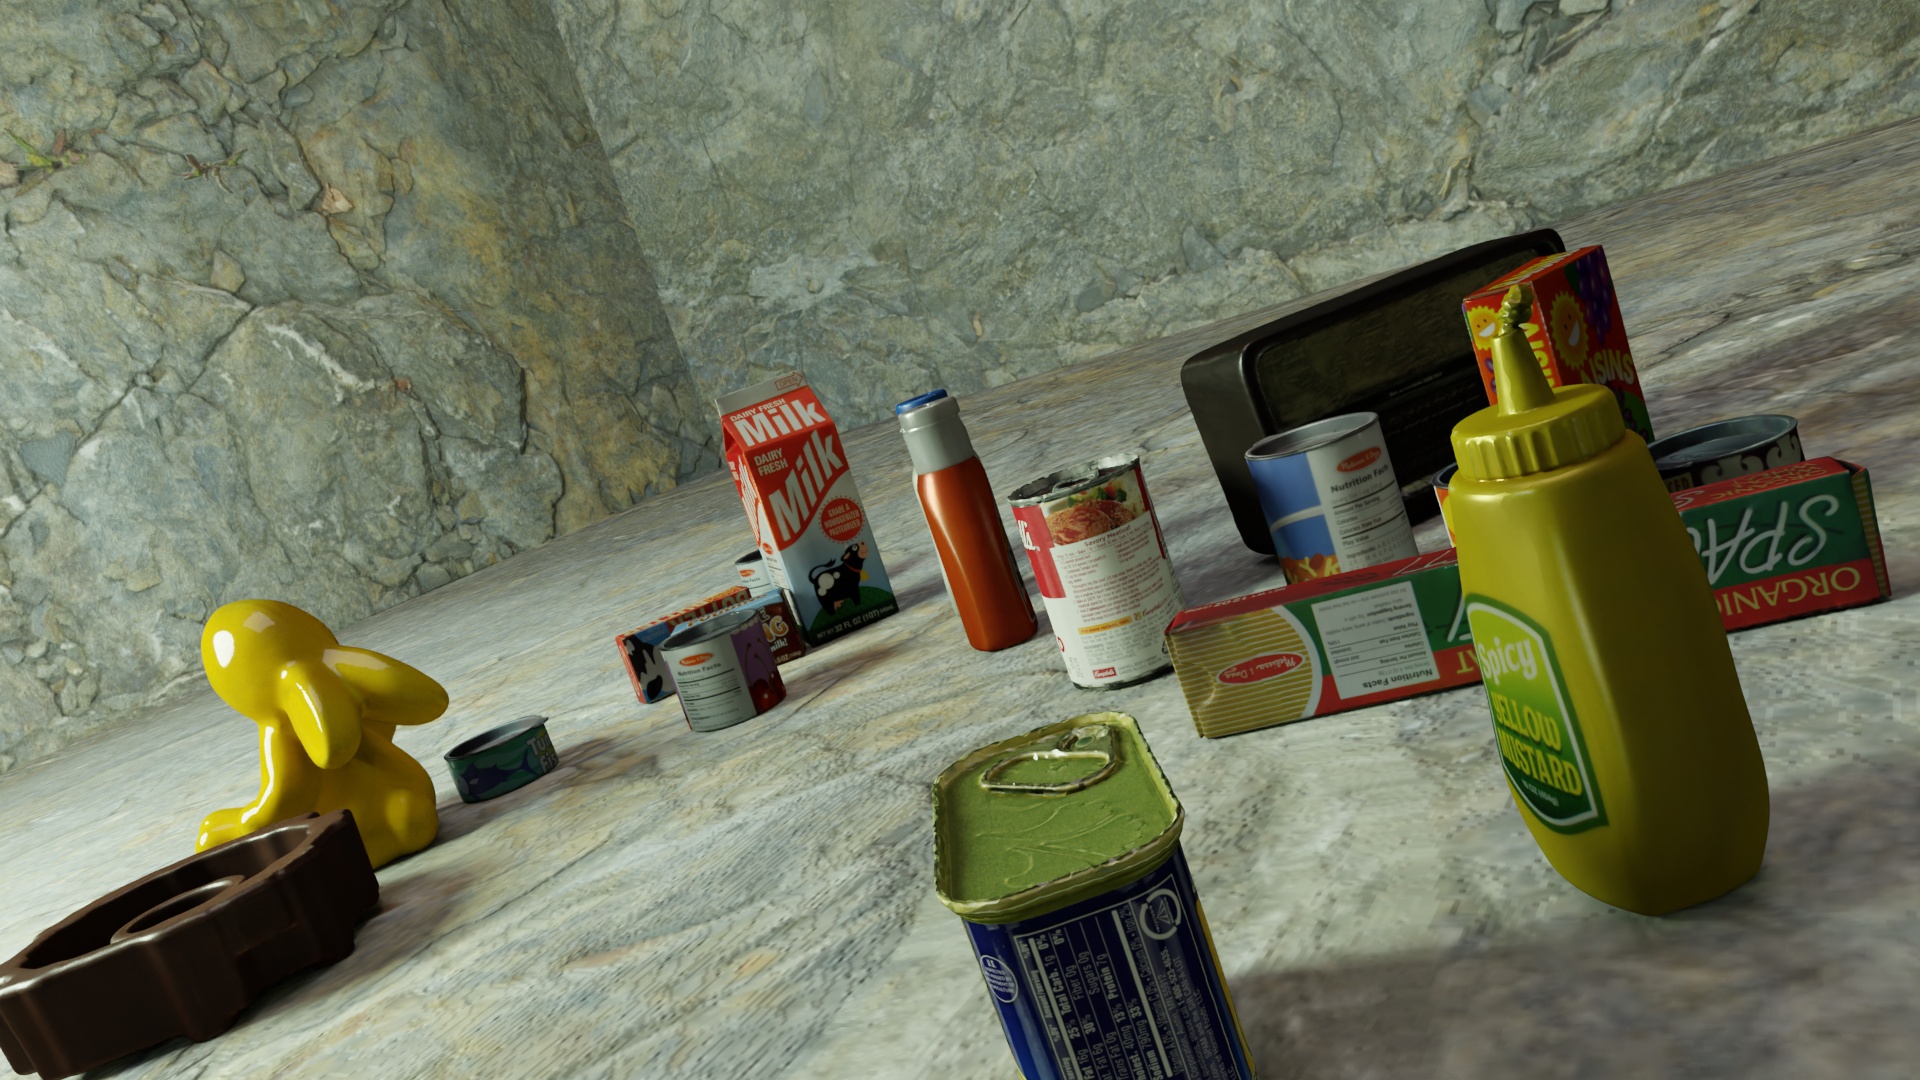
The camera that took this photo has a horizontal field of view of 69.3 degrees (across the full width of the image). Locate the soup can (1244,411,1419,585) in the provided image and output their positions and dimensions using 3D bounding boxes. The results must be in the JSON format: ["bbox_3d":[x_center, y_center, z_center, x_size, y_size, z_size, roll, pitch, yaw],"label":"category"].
[{"bbox_3d":[0.183,-0.014,0.686,0.071,0.083,0.071,-19,9,3],"label":"soup can"}]

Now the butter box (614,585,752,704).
[{"bbox_3d":[-0.197,0.076,1.025,0.104,0.053,0.024,-24,10,-27],"label":"butter box"}]

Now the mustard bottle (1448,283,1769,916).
[{"bbox_3d":[0.157,0.013,0.355,0.049,0.160,0.065,-21,9,-7],"label":"mustard bottle"}]

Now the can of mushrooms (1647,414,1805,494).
[{"bbox_3d":[0.339,-0.030,0.622,0.071,0.033,0.071,-19,9,3],"label":"can of mushrooms"}]

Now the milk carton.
[{"bbox_3d":[-0.117,-0.026,1.024,0.072,0.190,0.073,-22,9,-18],"label":"milk carton"}]

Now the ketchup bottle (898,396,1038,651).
[{"bbox_3d":[0.003,-0.010,0.828,0.043,0.148,0.065,-20,9,-2],"label":"ketchup bottle"}]

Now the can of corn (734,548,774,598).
[{"bbox_3d":[-0.144,0.033,1.150,0.071,0.058,0.071,-19,9,3],"label":"can of corn"}]

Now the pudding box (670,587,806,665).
[{"bbox_3d":[-0.157,0.071,0.987,0.084,0.049,0.030,-20,9,-2],"label":"pudding box"}]

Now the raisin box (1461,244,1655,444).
[{"bbox_3d":[0.300,-0.076,0.689,0.086,0.123,0.040,-27,12,-39],"label":"raisin box"}]

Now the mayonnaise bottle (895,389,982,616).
[{"bbox_3d":[-0.003,-0.027,0.934,0.041,0.148,0.065,-15,10,28],"label":"mayonnaise bottle"}]

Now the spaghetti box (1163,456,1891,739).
[{"bbox_3d":[0.205,0.025,0.527,0.250,0.050,0.029,-16,10,21],"label":"spaghetti box"}]

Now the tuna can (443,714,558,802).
[{"bbox_3d":[-0.298,0.142,0.911,0.071,0.032,0.071,-19,9,3],"label":"tuna can"}]

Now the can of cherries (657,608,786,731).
[{"bbox_3d":[-0.149,0.081,0.884,0.071,0.058,0.071,-19,9,3],"label":"can of cherries"}]

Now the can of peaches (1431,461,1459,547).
[{"bbox_3d":[0.249,-0.009,0.606,0.071,0.058,0.071,-19,9,3],"label":"can of peaches"}]
